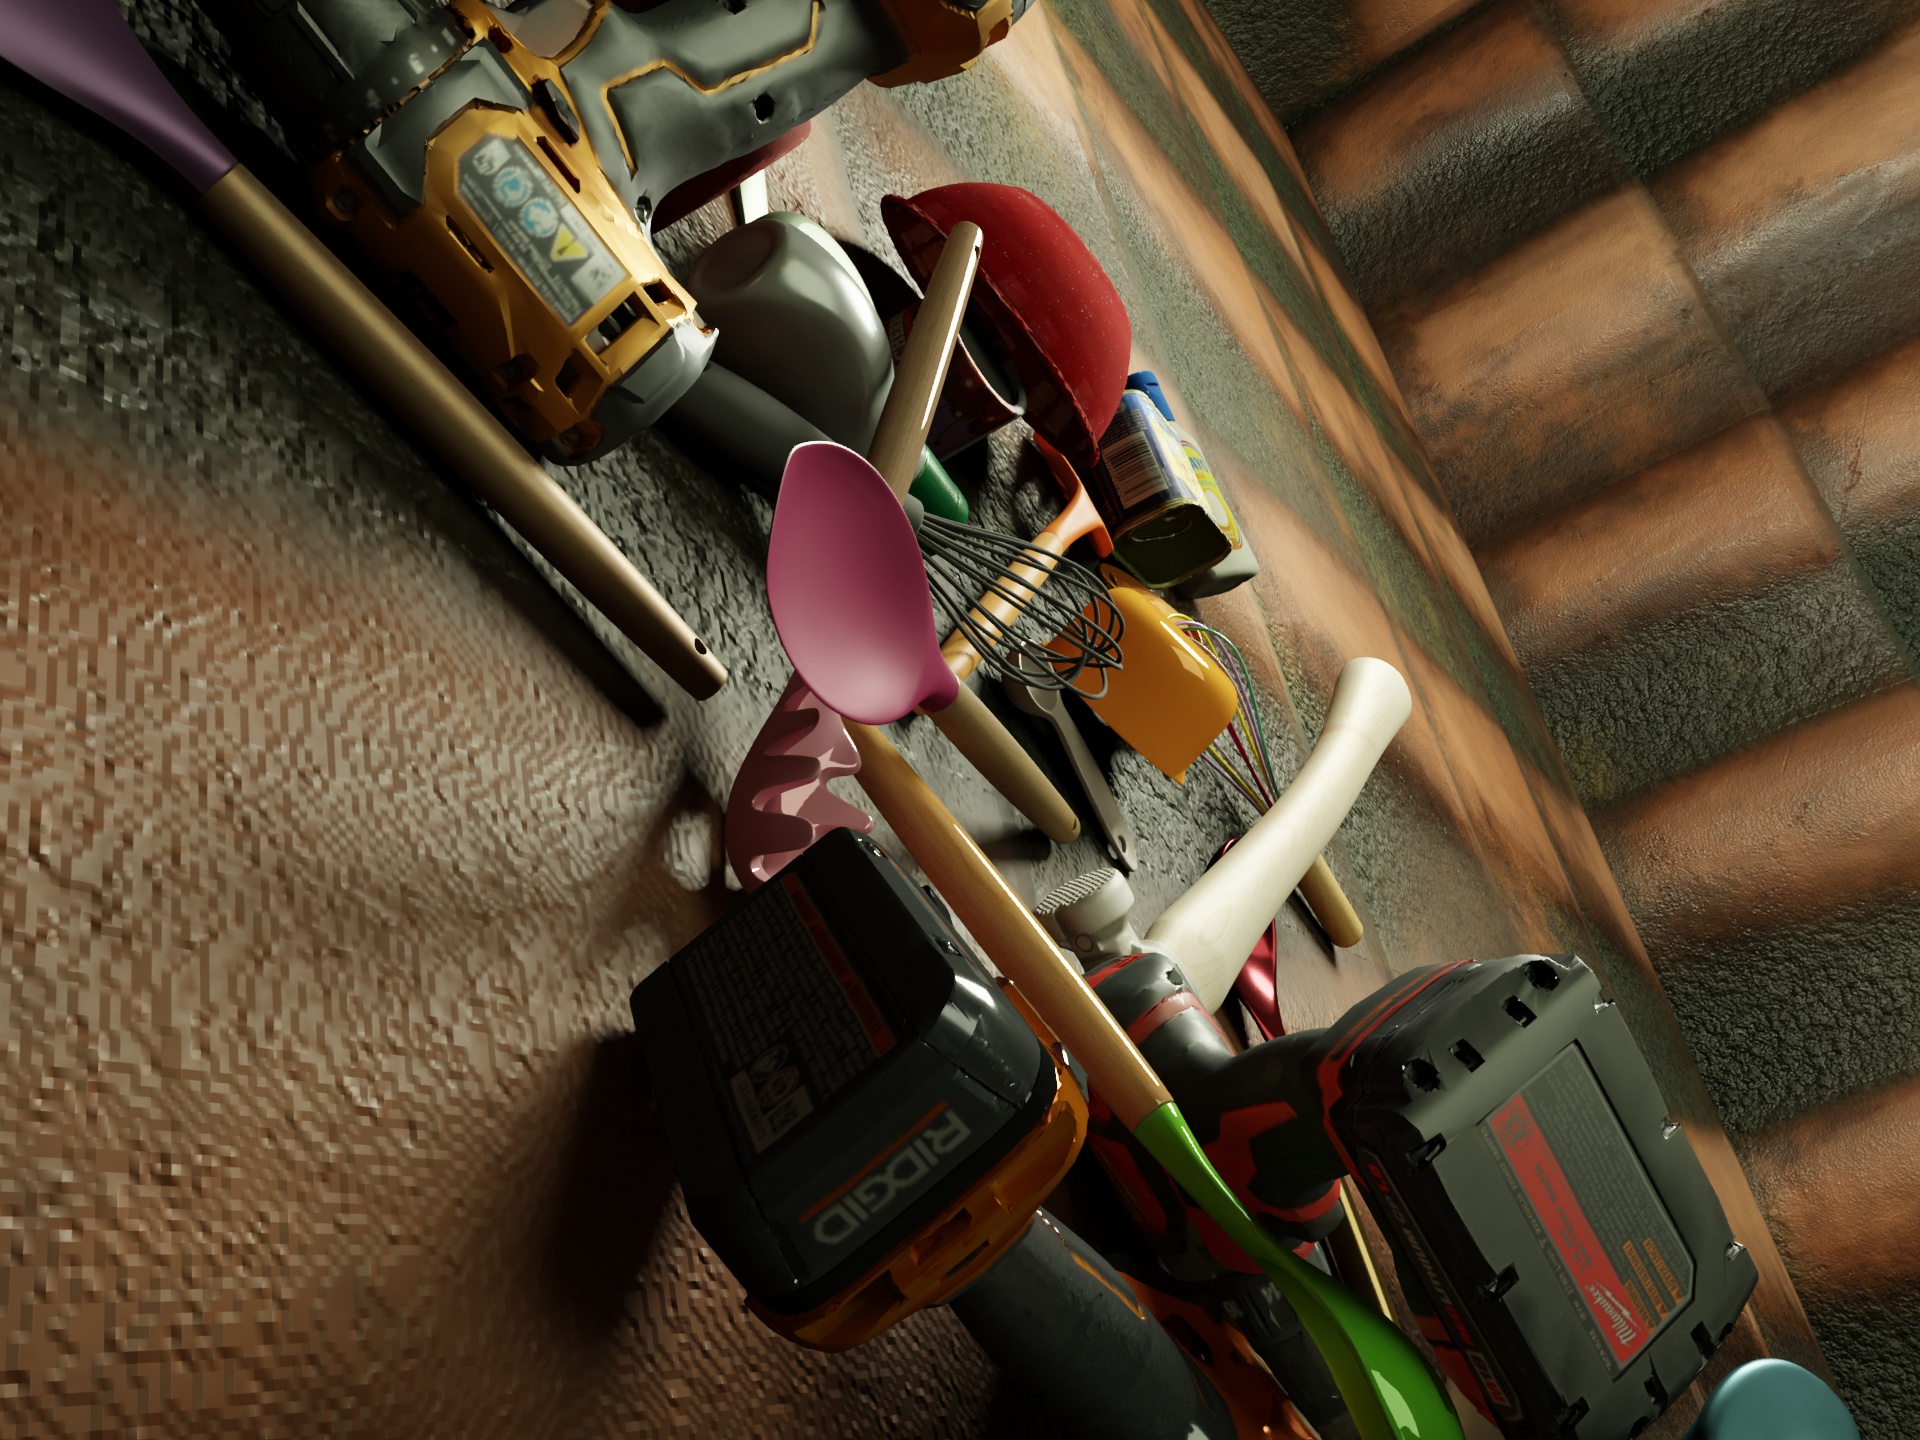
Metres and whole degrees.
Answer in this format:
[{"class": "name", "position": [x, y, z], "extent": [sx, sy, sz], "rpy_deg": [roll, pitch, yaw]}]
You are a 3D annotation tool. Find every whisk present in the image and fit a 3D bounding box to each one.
[{"class": "whisk", "position": [0.175, 0.037, 0.910], "extent": [0.244, 0.051, 0.047], "rpy_deg": [56, 19, -24]}, {"class": "whisk", "position": [-0.023, -0.070, 0.590], "extent": [0.238, 0.055, 0.055], "rpy_deg": [30, 39, -34]}]

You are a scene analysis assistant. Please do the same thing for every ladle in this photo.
[{"class": "ladle", "position": [0.170, 0.208, 0.745], "extent": [0.069, 0.031, 0.316], "rpy_deg": [4, 63, -55]}]

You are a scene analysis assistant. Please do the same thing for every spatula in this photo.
[{"class": "spatula", "position": [0.027, -0.069, 0.745], "extent": [0.081, 0.041, 0.323], "rpy_deg": [60, 28, -13]}, {"class": "spatula", "position": [-0.166, -0.113, 0.397], "extent": [0.315, 0.018, 0.060], "rpy_deg": [48, 30, -28]}]

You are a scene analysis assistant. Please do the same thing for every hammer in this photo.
[{"class": "hammer", "position": [0.176, 0.252, 0.458], "extent": [0.033, 0.128, 0.330], "rpy_deg": [44, -26, 30]}, {"class": "hammer", "position": [0.164, 0.065, 0.775], "extent": [0.146, 0.038, 0.410], "rpy_deg": [62, 34, -5]}]

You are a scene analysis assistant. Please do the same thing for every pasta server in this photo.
[{"class": "pasta server", "position": [-0.023, -0.066, 0.532], "extent": [0.060, 0.040, 0.316], "rpy_deg": [68, 29, -49]}]

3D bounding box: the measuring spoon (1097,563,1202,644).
[{"class": "measuring spoon", "position": [0.109, -0.065, 0.922], "extent": [0.116, 0.011, 0.021], "rpy_deg": [25, 43, -49]}]

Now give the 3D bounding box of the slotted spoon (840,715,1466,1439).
[{"class": "slotted spoon", "position": [0.041, 0.095, 0.466], "extent": [0.314, 0.031, 0.070], "rpy_deg": [50, -11, 28]}]

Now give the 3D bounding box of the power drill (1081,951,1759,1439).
[{"class": "power drill", "position": [0.124, 0.160, 0.498], "extent": [0.080, 0.226, 0.188], "rpy_deg": [-30, 93, -26]}]

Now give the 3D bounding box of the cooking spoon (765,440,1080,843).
[{"class": "cooking spoon", "position": [-0.001, -0.002, 0.524], "extent": [0.318, 0.017, 0.069], "rpy_deg": [47, 49, -65]}]

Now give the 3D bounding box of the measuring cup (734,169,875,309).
[{"class": "measuring cup", "position": [-0.071, -0.206, 0.660], "extent": [0.083, 0.038, 0.168], "rpy_deg": [30, 42, -51]}]

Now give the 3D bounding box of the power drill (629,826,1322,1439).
[{"class": "power drill", "position": [0.016, 0.138, 0.408], "extent": [0.226, 0.084, 0.164], "rpy_deg": [53, -5, -24]}]

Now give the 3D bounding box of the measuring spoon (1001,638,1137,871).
[{"class": "measuring spoon", "position": [0.048, 0.020, 0.709], "extent": [0.124, 0.018, 0.034], "rpy_deg": [61, 28, -21]}]

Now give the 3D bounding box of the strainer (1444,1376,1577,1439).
[{"class": "strainer", "position": [0.249, 0.298, 0.757], "extent": [0.151, 0.069, 0.257], "rpy_deg": [47, 24, -53]}]

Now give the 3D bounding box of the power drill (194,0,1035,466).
[{"class": "power drill", "position": [-0.095, -0.212, 0.450], "extent": [0.226, 0.084, 0.185], "rpy_deg": [-50, 121, -18]}]

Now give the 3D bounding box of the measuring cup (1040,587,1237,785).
[{"class": "measuring cup", "position": [0.100, -0.019, 0.778], "extent": [0.095, 0.052, 0.173], "rpy_deg": [46, 12, 15]}]
